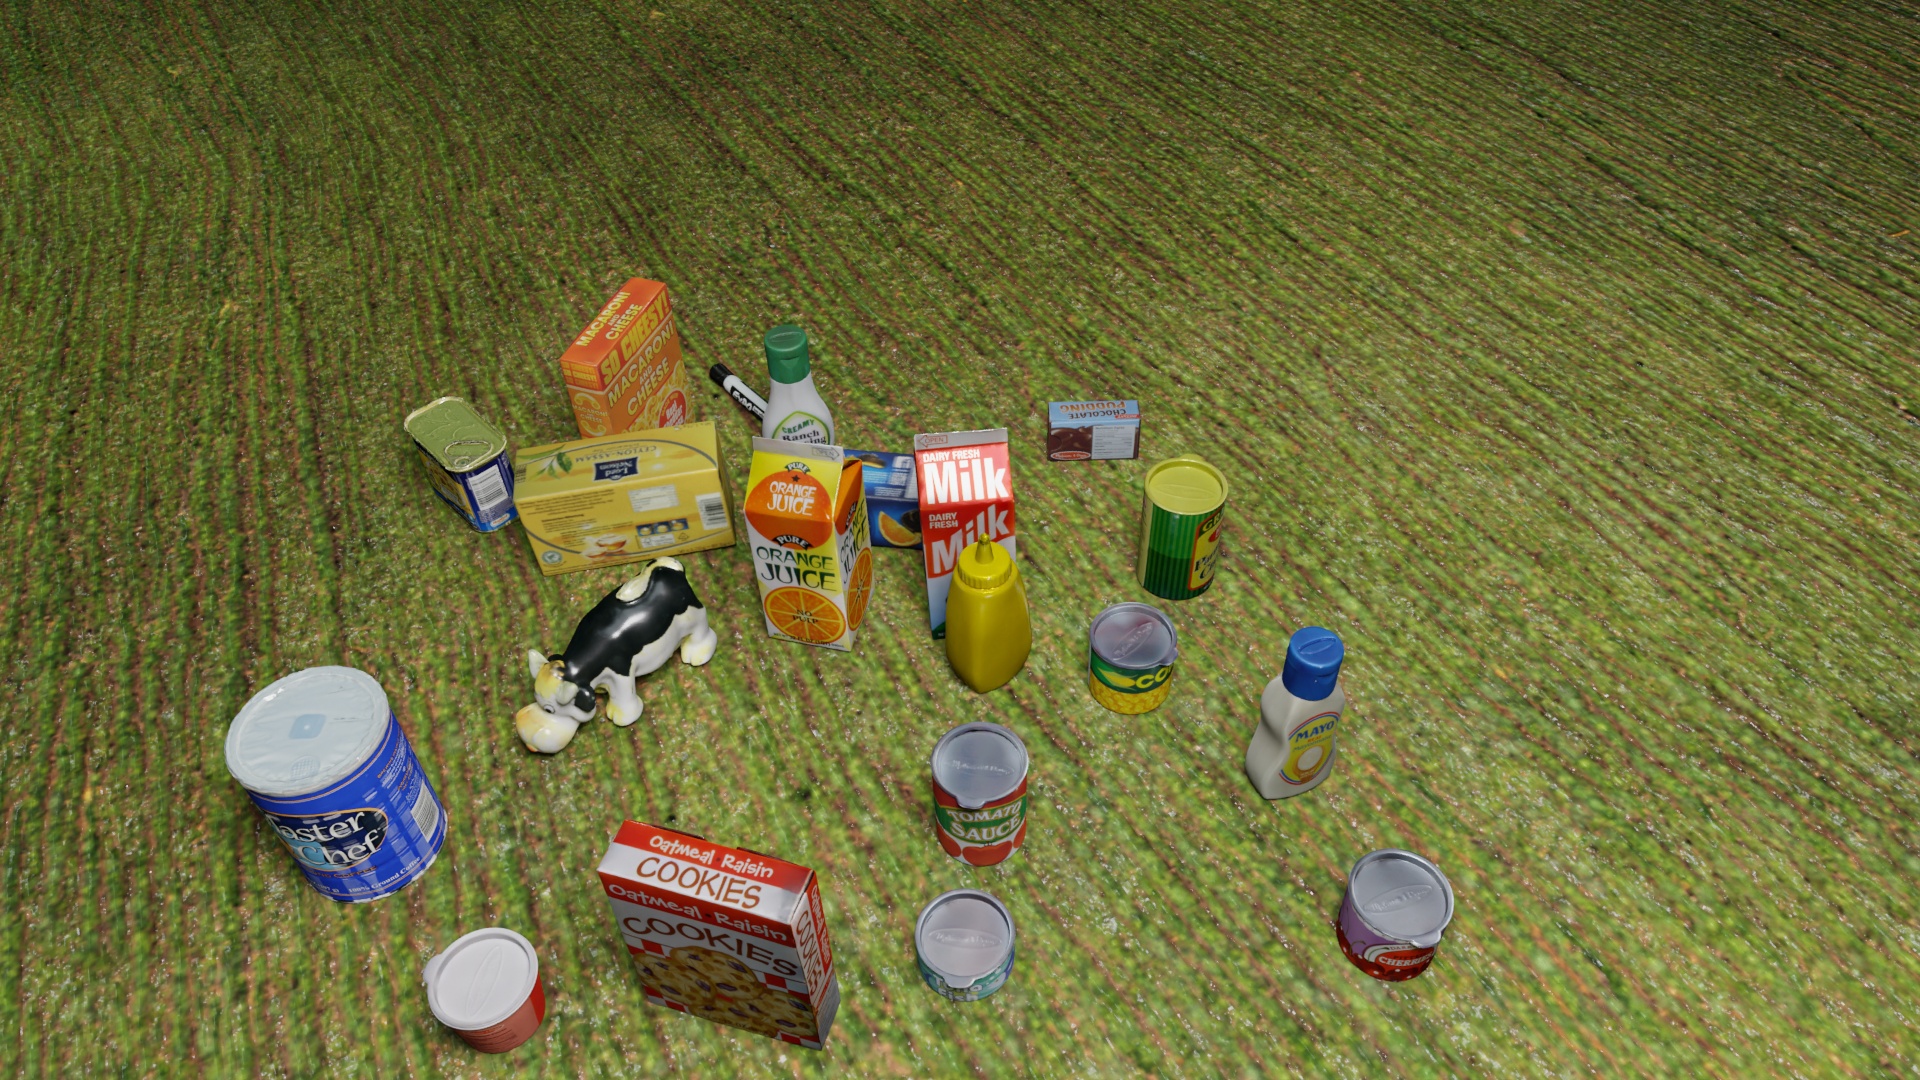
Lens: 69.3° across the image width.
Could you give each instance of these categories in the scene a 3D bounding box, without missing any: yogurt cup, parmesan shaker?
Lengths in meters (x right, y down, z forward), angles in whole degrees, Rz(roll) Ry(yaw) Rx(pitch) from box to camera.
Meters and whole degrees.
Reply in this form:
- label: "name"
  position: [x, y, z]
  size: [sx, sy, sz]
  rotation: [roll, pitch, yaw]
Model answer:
- label: "yogurt cup"
  position: [-0.300, 0.292, 0.891]
  size: [0.072, 0.053, 0.073]
  rotation: [-1, 45, 1]
- label: "parmesan shaker"
  position: [0.181, -0.010, 1.136]
  size: [0.071, 0.102, 0.072]
  rotation: [-1, 45, 1]

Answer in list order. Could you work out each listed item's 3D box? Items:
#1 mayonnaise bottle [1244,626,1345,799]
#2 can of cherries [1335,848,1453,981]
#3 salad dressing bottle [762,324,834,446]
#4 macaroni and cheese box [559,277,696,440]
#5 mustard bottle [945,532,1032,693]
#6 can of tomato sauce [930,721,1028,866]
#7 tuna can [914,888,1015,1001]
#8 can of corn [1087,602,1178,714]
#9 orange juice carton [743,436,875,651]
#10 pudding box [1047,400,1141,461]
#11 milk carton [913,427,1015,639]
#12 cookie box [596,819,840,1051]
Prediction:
- label: "mayonnaise bottle"
  position: [0.238, 0.121, 0.973]
  size: [0.065, 0.147, 0.041]
  rotation: [-17, 47, -14]
- label: "can of cherries"
  position: [0.284, 0.248, 0.909]
  size: [0.071, 0.058, 0.072]
  rotation: [-1, 45, 1]
- label: "salad dressing bottle"
  position: [-0.147, -0.121, 1.227]
  size: [0.064, 0.146, 0.044]
  rotation: [-11, 46, -9]
- label: "macaroni and cheese box"
  position: [-0.290, -0.129, 1.226]
  size: [0.040, 0.165, 0.124]
  rotation: [13, 47, 15]
- label: "mustard bottle"
  position: [0.020, 0.047, 1.046]
  size: [0.065, 0.159, 0.049]
  rotation: [-31, 52, -26]
- label: "can of tomato sauce"
  position: [0.014, 0.179, 0.969]
  size: [0.071, 0.082, 0.071]
  rotation: [-1, 45, 1]
- label: "tuna can"
  position: [0.003, 0.269, 0.917]
  size: [0.071, 0.032, 0.071]
  rotation: [-1, 45, 1]
- label: "can of corn"
  position: [0.133, 0.092, 1.068]
  size: [0.071, 0.058, 0.071]
  rotation: [-1, 45, 1]
- label: "orange juice carton"
  position: [-0.116, -0.005, 1.080]
  size: [0.072, 0.191, 0.073]
  rotation: [9, 47, 11]
- label: "pudding box"
  position: [0.120, -0.100, 1.264]
  size: [0.084, 0.049, 0.030]
  rotation: [-2, 45, 0]
- label: "milk carton"
  position: [0.004, -0.014, 1.085]
  size: [0.072, 0.189, 0.074]
  rotation: [-5, 46, -3]
- label: "cookie box"
  position: [-0.144, 0.244, 0.853]
  size: [0.123, 0.166, 0.040]
  rotation: [11, 47, 13]
